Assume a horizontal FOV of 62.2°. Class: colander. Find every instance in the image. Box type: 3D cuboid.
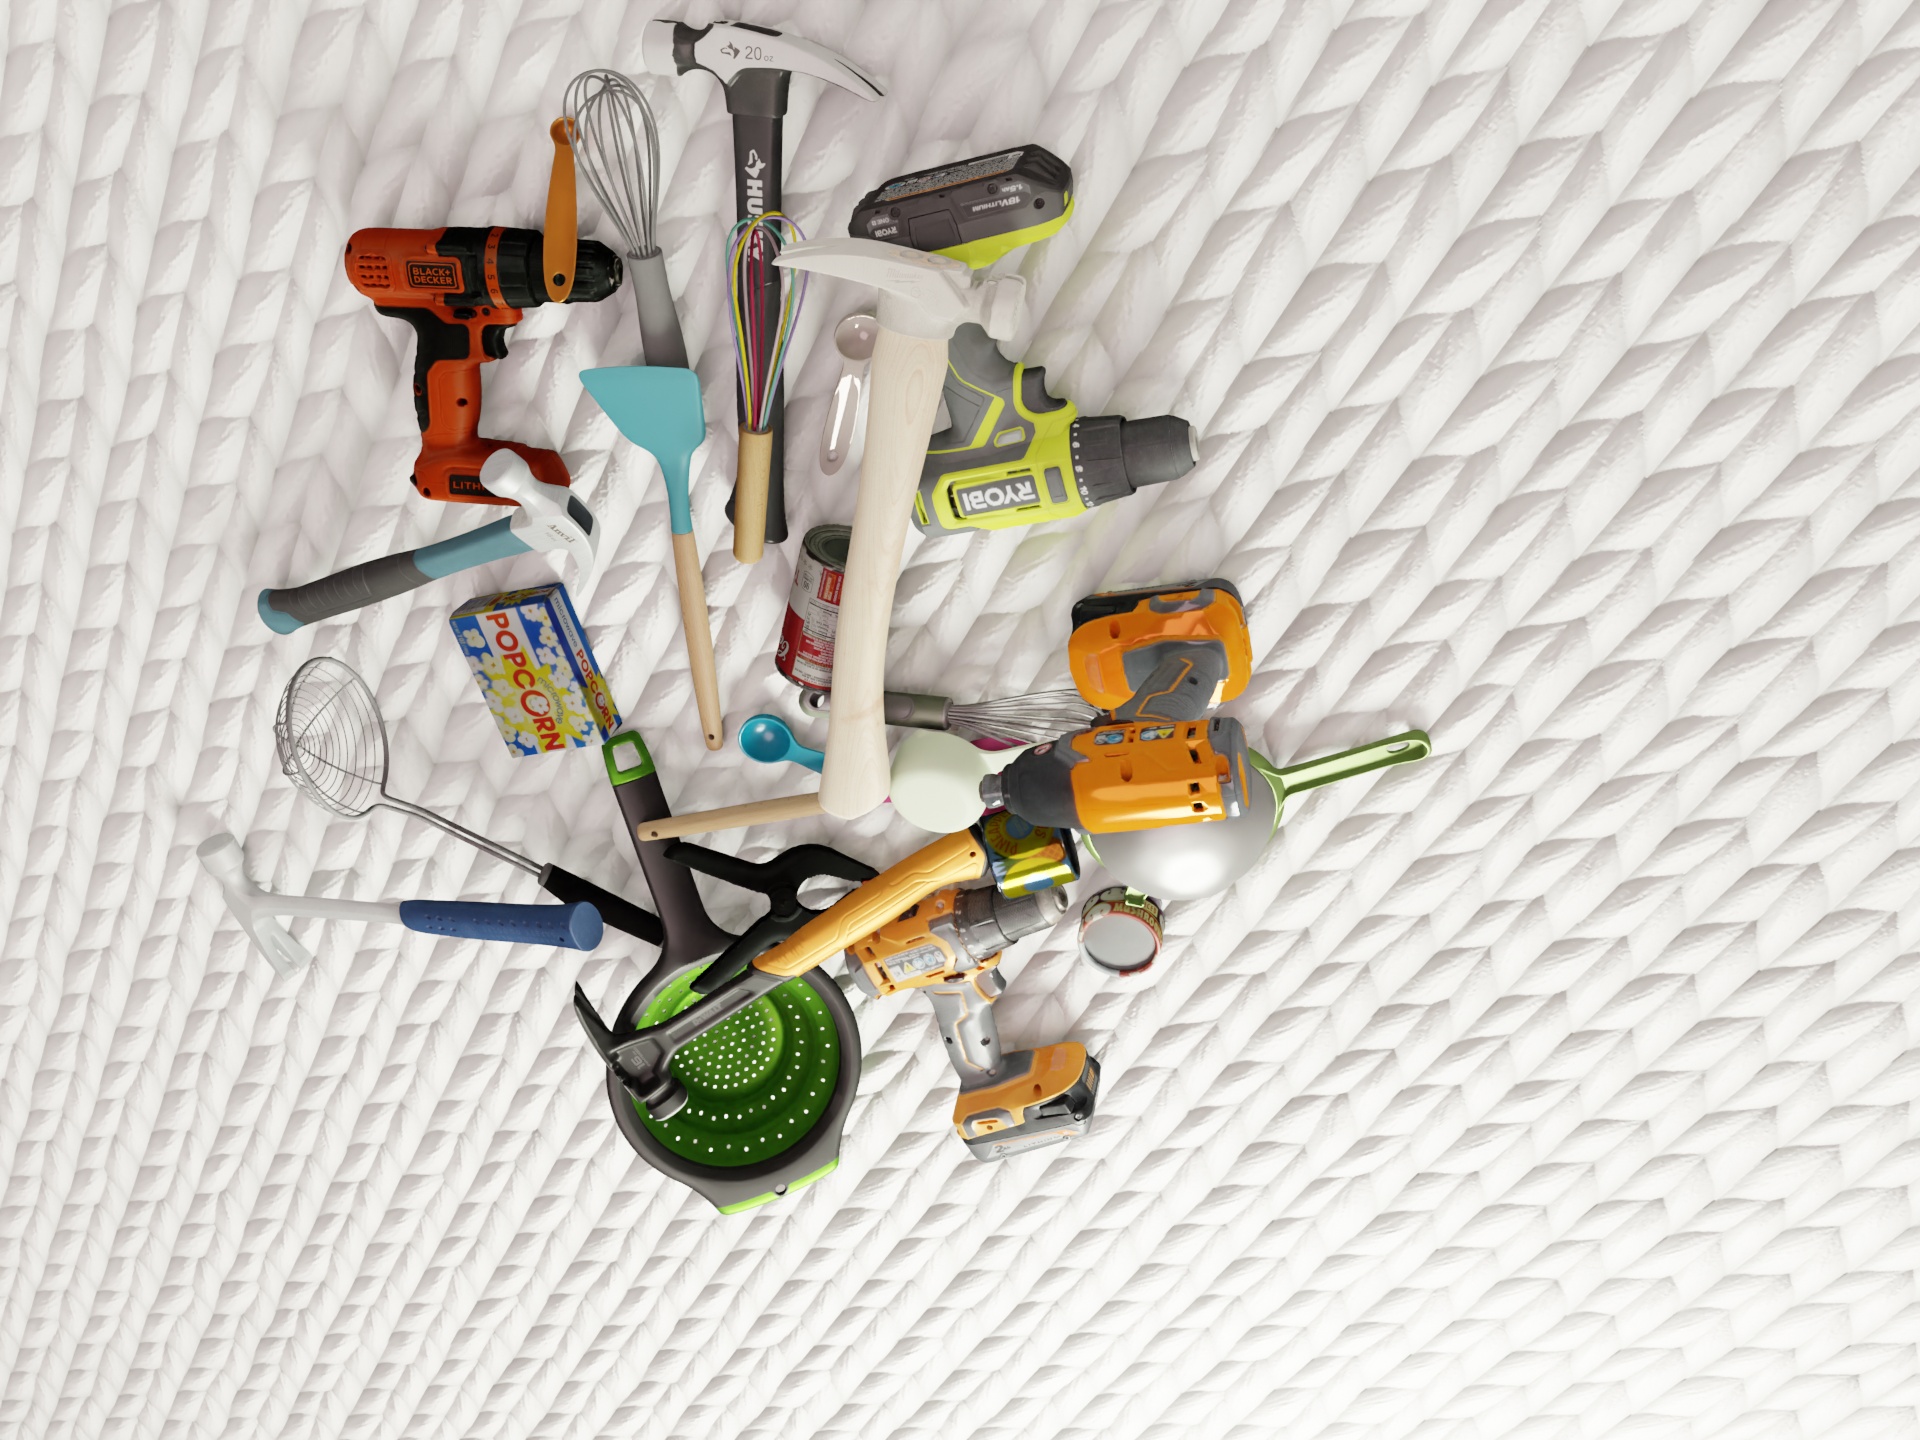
[{"bbox_3d":[-0.214,0.196,1.299,0.204,0.094,0.397,-20,98,-13],"label":"colander"}]

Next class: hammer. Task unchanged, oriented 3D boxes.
[{"bbox_3d":[-0.065,-0.105,1.031,0.146,0.038,0.410,13,125,3],"label":"hammer"},{"bbox_3d":[-0.396,-0.112,1.154,0.331,0.033,0.128,-12,148,30],"label":"hammer"},{"bbox_3d":[-0.463,0.165,1.319,0.405,0.035,0.144,0,122,28],"label":"hammer"},{"bbox_3d":[-0.127,0.171,1.210,0.337,0.034,0.127,-32,111,2],"label":"hammer"},{"bbox_3d":[-0.125,-0.270,1.032,0.146,0.035,0.334,9,122,8],"label":"hammer"}]

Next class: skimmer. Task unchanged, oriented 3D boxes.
[{"bbox_3d":[-0.373,0.078,1.266,0.363,0.127,0.090,30,121,-17],"label":"skimmer"}]

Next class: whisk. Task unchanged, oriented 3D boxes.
[{"bbox_3d":[-0.002,-0.004,1.157,0.246,0.059,0.058,6,83,14],"label":"whisk"},{"bbox_3d":[-0.205,-0.296,1.016,0.055,0.055,0.238,3,132,11],"label":"whisk"},{"bbox_3d":[-0.134,-0.209,1.027,0.051,0.047,0.244,13,126,5],"label":"whisk"}]

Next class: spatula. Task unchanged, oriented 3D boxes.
[{"bbox_3d":[-0.201,-0.108,1.140,0.082,0.044,0.317,2,122,9],"label":"spatula"}]

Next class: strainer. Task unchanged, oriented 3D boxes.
[{"bbox_3d":[0.210,0.069,1.122,0.256,0.069,0.151,-18,130,14],"label":"strainer"}]

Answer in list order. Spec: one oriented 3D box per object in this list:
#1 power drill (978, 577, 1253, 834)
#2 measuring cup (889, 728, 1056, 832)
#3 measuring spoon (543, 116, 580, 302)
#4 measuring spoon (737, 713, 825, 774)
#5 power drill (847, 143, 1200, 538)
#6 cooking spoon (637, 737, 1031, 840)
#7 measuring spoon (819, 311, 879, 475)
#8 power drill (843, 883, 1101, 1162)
[{"bbox_3d":[0.106,-0.006,1.021,0.164,0.227,0.084,-7,118,17],"label":"power drill"},{"bbox_3d":[0.022,0.041,1.130,0.167,0.038,0.083,-11,127,31],"label":"measuring cup"},{"bbox_3d":[-0.254,-0.325,1.015,0.021,0.011,0.117,3,93,-4],"label":"measuring spoon"},{"bbox_3d":[-0.108,0.026,1.219,0.128,0.021,0.042,22,122,-11],"label":"measuring spoon"},{"bbox_3d":[0.038,-0.230,0.995,0.190,0.080,0.228,-8,121,17],"label":"power drill"},{"bbox_3d":[-0.092,0.060,1.207,0.319,0.017,0.068,-10,121,7],"label":"cooking spoon"},{"bbox_3d":[-0.078,-0.219,1.065,0.034,0.018,0.124,2,131,-20],"label":"measuring spoon"},{"bbox_3d":[0.035,0.230,1.270,0.185,0.084,0.226,-22,109,22],"label":"power drill"}]
